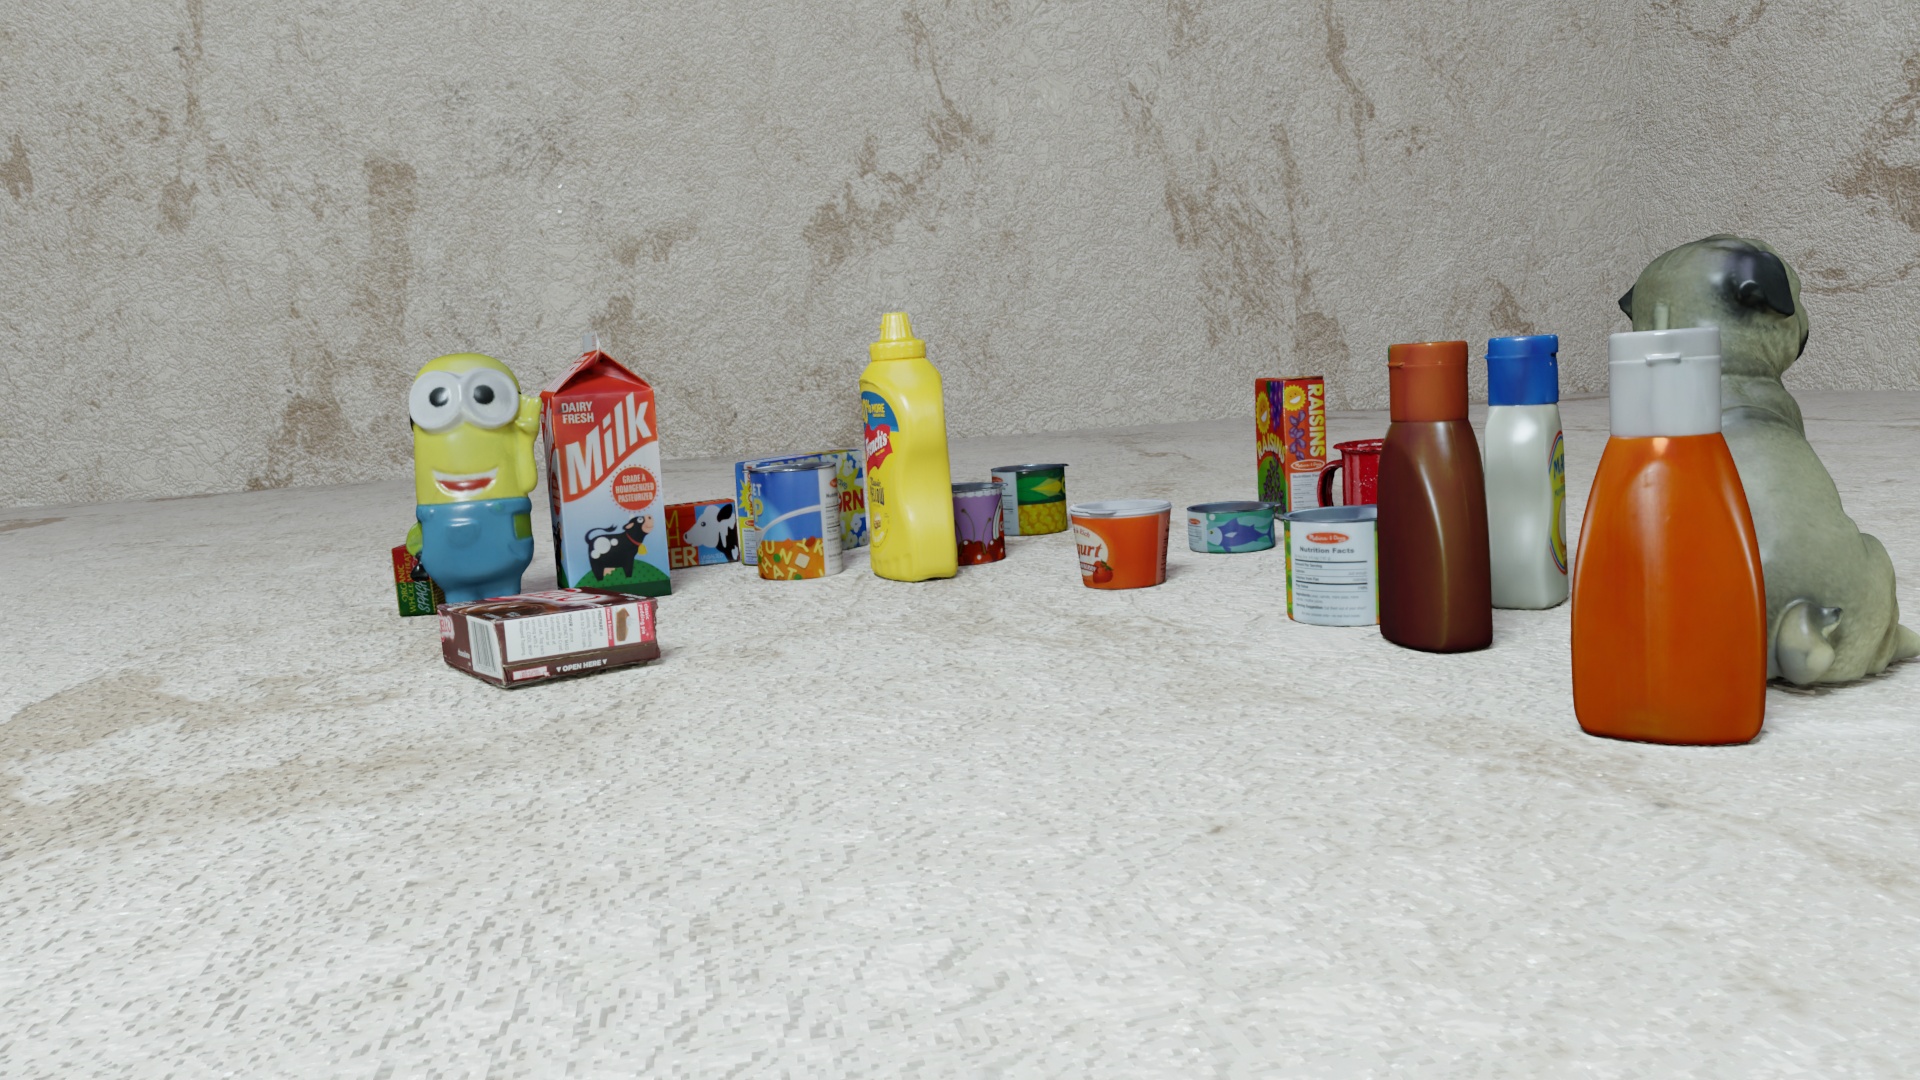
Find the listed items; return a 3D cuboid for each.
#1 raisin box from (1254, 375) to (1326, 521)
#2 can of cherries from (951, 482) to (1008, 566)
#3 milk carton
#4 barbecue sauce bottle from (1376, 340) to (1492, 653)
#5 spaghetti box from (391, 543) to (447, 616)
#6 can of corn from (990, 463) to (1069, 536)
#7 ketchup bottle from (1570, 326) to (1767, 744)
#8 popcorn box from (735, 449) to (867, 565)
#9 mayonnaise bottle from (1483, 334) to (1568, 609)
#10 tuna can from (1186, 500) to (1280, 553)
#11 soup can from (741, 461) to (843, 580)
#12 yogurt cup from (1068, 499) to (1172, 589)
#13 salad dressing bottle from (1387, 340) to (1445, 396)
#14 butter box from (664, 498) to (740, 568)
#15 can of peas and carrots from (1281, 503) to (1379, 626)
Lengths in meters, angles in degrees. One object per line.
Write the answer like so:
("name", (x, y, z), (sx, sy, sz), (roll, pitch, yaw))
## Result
("raisin box", (0.289, -0.082, 1.215), (0.040, 0.123, 0.086), (-4, 7, -4))
("can of cherries", (0.004, -0.014, 1.078), (0.071, 0.058, 0.071), (-4, 7, 1))
("milk carton", (-0.258, -0.054, 1.001), (0.073, 0.190, 0.072), (-7, 7, -23))
("barbecue sauce bottle", (0.230, -0.023, 0.681), (0.044, 0.148, 0.065), (-5, 7, -14))
("spaghetti box", (-0.387, 0.014, 1.092), (0.029, 0.050, 0.250), (-4, 7, -2))
("can of corn", (0.064, -0.037, 1.232), (0.071, 0.058, 0.071), (-4, 7, 1))
("ketchup bottle", (0.257, -0.002, 0.507), (0.064, 0.148, 0.044), (0, 7, 27))
("popcorn box", (-0.132, -0.029, 1.165), (0.038, 0.085, 0.127), (1, 8, 34))
("mayonnaise bottle", (0.313, -0.039, 0.769), (0.041, 0.148, 0.065), (1, 8, 33))
("tuna can", (0.208, -0.011, 1.056), (0.071, 0.032, 0.071), (-4, 7, 1))
("soup can", (-0.127, -0.016, 1.058), (0.071, 0.083, 0.071), (-4, 7, 1))
("yogurt cup", (0.107, 0.002, 0.923), (0.072, 0.054, 0.072), (-4, 7, 1))
("salad dressing bottle", (0.290, -0.050, 0.871), (0.064, 0.147, 0.044), (-7, 8, -30))
("butter box", (-0.235, -0.004, 1.141), (0.104, 0.053, 0.024), (-7, 7, -22))
("can of peas and carrots", (0.214, 0.013, 0.768), (0.071, 0.058, 0.071), (-4, 7, 1))
